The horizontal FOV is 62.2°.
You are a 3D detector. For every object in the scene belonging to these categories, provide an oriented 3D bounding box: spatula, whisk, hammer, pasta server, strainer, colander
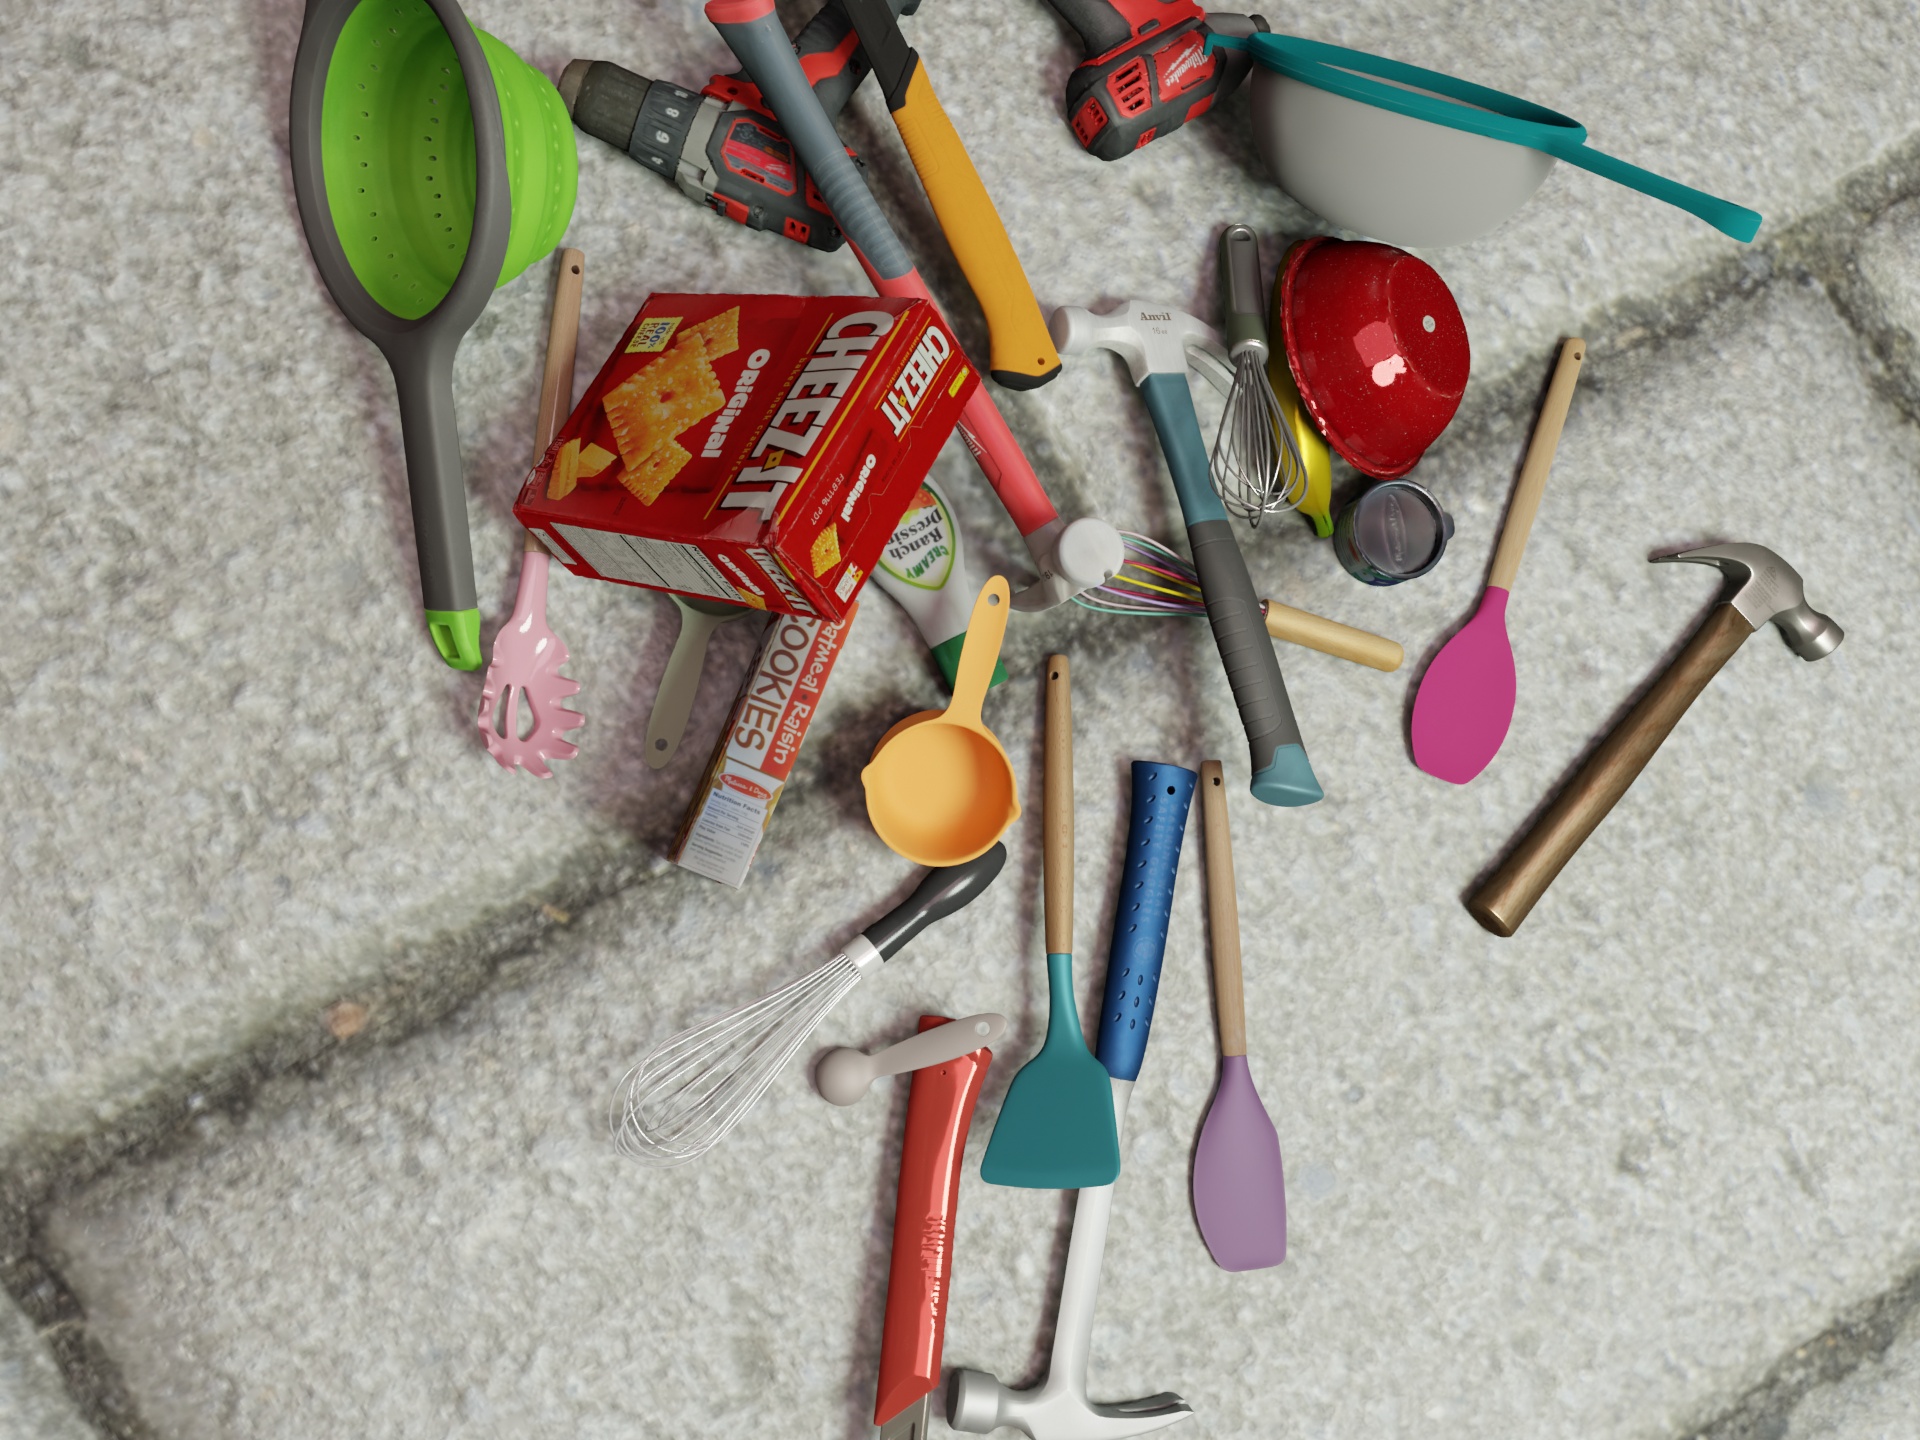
[{"bbox_3d":[0.057,0.111,0.941,0.082,0.044,0.318,-6,74,22],"label":"spatula"},{"bbox_3d":[0.176,-0.218,0.971,0.058,0.059,0.247,2,57,0],"label":"whisk"},{"bbox_3d":[0.448,0.010,1.058,0.130,0.031,0.331,45,78,-5],"label":"hammer"},{"bbox_3d":[-0.239,-0.124,0.922,0.060,0.040,0.316,11,80,-38],"label":"pasta server"},{"bbox_3d":[0.301,-0.314,0.939,0.211,0.341,0.095,-10,129,-38],"label":"strainer"},{"bbox_3d":[0.097,0.228,0.962,0.144,0.035,0.405,12,83,-10],"label":"hammer"},{"bbox_3d":[-0.034,-0.237,0.913,0.038,0.143,0.386,-32,94,-14],"label":"hammer"},{"bbox_3d":[-0.017,-0.354,0.930,0.127,0.034,0.336,-32,107,-16],"label":"hammer"},{"bbox_3d":[0.166,0.182,0.990,0.059,0.018,0.316,-3,86,-11],"label":"spatula"},{"bbox_3d":[-0.274,-0.229,0.894,0.094,0.205,0.397,-16,107,-46],"label":"colander"},{"bbox_3d":[-0.036,0.351,0.910,0.149,0.036,0.359,3,78,15],"label":"hammer"},{"bbox_3d":[-0.083,0.157,0.922,0.284,0.070,0.070,-37,93,-17],"label":"whisk"},{"bbox_3d":[0.170,-0.070,1.001,0.245,0.047,0.051,16,81,-13],"label":"whisk"},{"bbox_3d":[0.153,-0.105,0.966,0.128,0.033,0.331,-7,74,-26],"label":"hammer"}]

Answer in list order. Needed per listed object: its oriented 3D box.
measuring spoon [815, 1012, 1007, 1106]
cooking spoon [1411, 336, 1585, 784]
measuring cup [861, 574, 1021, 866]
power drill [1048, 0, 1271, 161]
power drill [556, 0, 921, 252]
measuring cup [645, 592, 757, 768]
[{"bbox_3d":[-0.031,0.192,0.918,0.124,0.018,0.034,-22,68,15],"label":"measuring spoon"},{"bbox_3d":[0.365,-0.110,1.058,0.068,0.017,0.319,22,82,-10],"label":"cooking spoon"},{"bbox_3d":[-0.001,-0.003,0.933,0.095,0.052,0.173,14,99,-6],"label":"measuring cup"},{"bbox_3d":[0.097,-0.479,1.007,0.143,0.078,0.219,-32,95,-13],"label":"power drill"},{"bbox_3d":[-0.120,-0.414,0.955,0.188,0.080,0.227,22,84,-10],"label":"power drill"},{"bbox_3d":[-0.155,-0.052,0.934,0.083,0.038,0.167,17,84,-10],"label":"measuring cup"}]
